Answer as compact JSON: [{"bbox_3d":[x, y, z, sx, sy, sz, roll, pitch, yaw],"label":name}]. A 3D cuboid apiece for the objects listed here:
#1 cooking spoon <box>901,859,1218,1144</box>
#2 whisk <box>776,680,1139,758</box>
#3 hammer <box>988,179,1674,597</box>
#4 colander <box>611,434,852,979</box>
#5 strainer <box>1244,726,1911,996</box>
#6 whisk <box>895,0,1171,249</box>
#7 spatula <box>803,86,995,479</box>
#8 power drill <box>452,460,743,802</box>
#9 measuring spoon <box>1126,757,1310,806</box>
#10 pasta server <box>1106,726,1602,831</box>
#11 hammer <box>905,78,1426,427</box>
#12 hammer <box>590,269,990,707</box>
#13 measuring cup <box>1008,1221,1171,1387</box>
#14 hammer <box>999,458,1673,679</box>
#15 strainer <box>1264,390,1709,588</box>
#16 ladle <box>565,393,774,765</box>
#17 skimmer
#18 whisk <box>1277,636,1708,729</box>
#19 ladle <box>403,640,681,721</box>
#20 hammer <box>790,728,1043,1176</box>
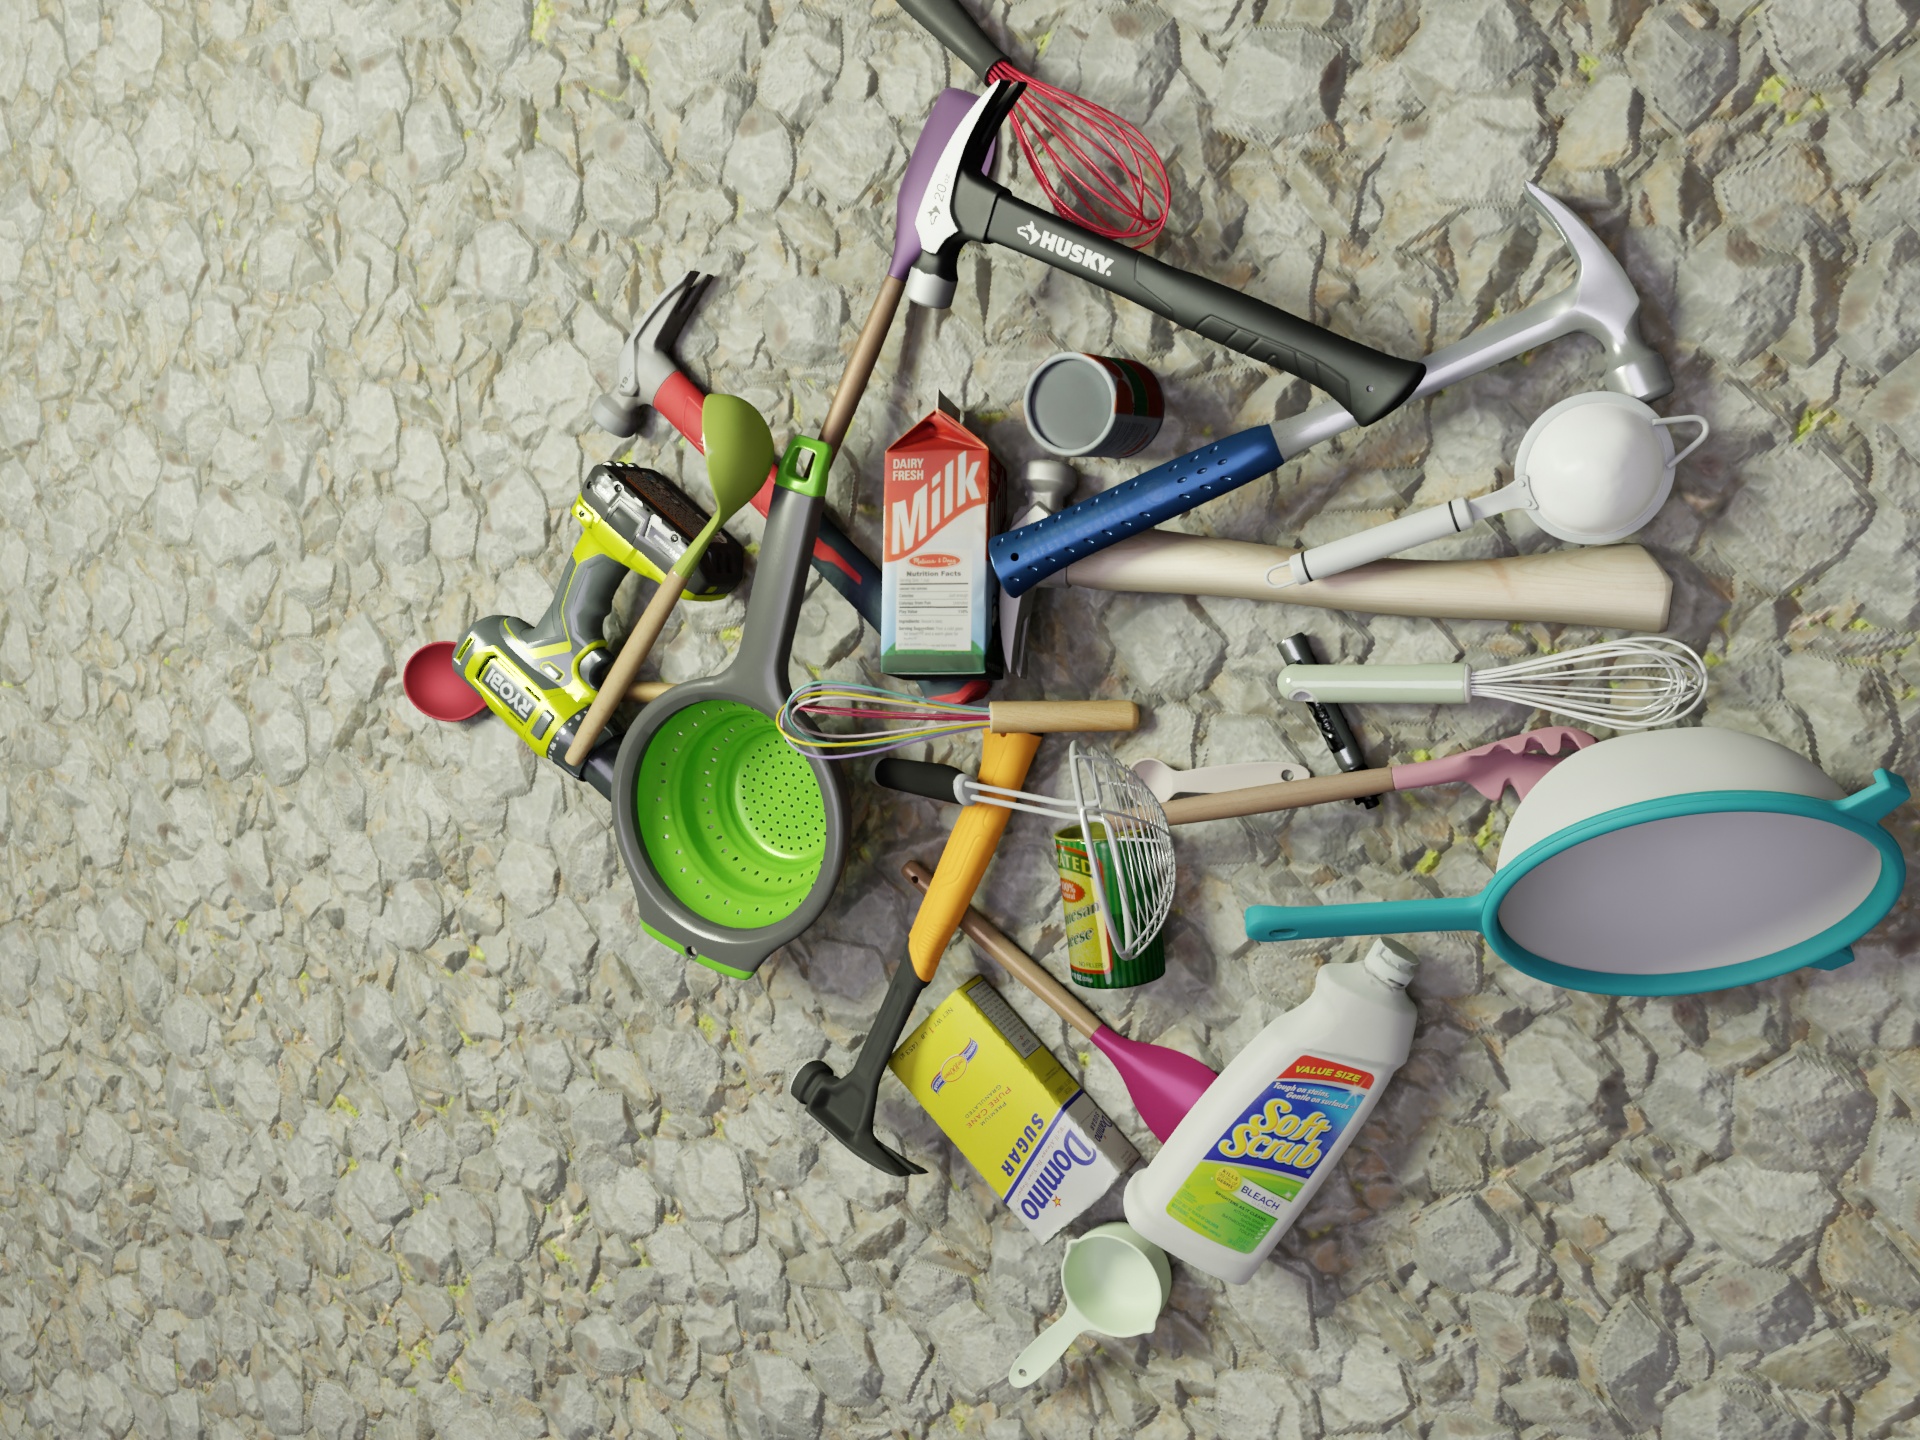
[{"bbox_3d":[0.077,0.206,1.135,0.319,0.017,0.068,40,112,16],"label":"cooking spoon"},{"bbox_3d":[-0.002,-0.005,1.075,0.245,0.047,0.051,-1,105,-4],"label":"whisk"},{"bbox_3d":[0.201,-0.178,0.966,0.405,0.035,0.144,-23,87,19],"label":"hammer"},{"bbox_3d":[-0.133,-0.012,1.166,0.205,0.094,0.397,22,107,23],"label":"colander"},{"bbox_3d":[0.331,0.072,0.896,0.340,0.210,0.095,-6,53,16],"label":"strainer"},{"bbox_3d":[0.037,-0.412,1.038,0.073,0.073,0.296,-48,69,25],"label":"whisk"},{"bbox_3d":[-0.052,-0.282,1.105,0.060,0.018,0.316,29,101,20],"label":"spatula"},{"bbox_3d":[-0.269,-0.064,1.225,0.191,0.080,0.228,41,108,12],"label":"power drill"},{"bbox_3d":[0.172,0.038,1.065,0.124,0.018,0.034,-4,96,21],"label":"measuring spoon"},{"bbox_3d":[0.242,0.046,0.989,0.316,0.040,0.060,-10,135,20],"label":"pasta server"},{"bbox_3d":[0.120,-0.264,0.950,0.335,0.035,0.146,30,120,21],"label":"hammer"},{"bbox_3d":[-0.111,-0.160,1.164,0.386,0.038,0.143,45,114,14],"label":"hammer"},{"bbox_3d":[0.090,0.429,1.156,0.083,0.038,0.167,44,117,15],"label":"measuring cup"},{"bbox_3d":[0.219,-0.080,0.993,0.411,0.038,0.146,7,87,24],"label":"hammer"},{"bbox_3d":[0.298,-0.120,0.919,0.258,0.050,0.087,-18,102,25],"label":"strainer"},{"bbox_3d":[-0.222,-0.092,1.135,0.062,0.078,0.320,29,117,-13],"label":"ladle"},{"bbox_3d":[0.014,0.062,1.012,0.363,0.090,0.127,8,119,57],"label":"skimmer"},{"bbox_3d":[0.313,-0.023,0.955,0.246,0.057,0.059,1,63,24],"label":"whisk"},{"bbox_3d":[-0.327,-0.028,1.304,0.315,0.031,0.069,3,98,25],"label":"ladle"},{"bbox_3d":[-0.016,0.154,1.130,0.127,0.034,0.337,30,101,39],"label":"hammer"}]
